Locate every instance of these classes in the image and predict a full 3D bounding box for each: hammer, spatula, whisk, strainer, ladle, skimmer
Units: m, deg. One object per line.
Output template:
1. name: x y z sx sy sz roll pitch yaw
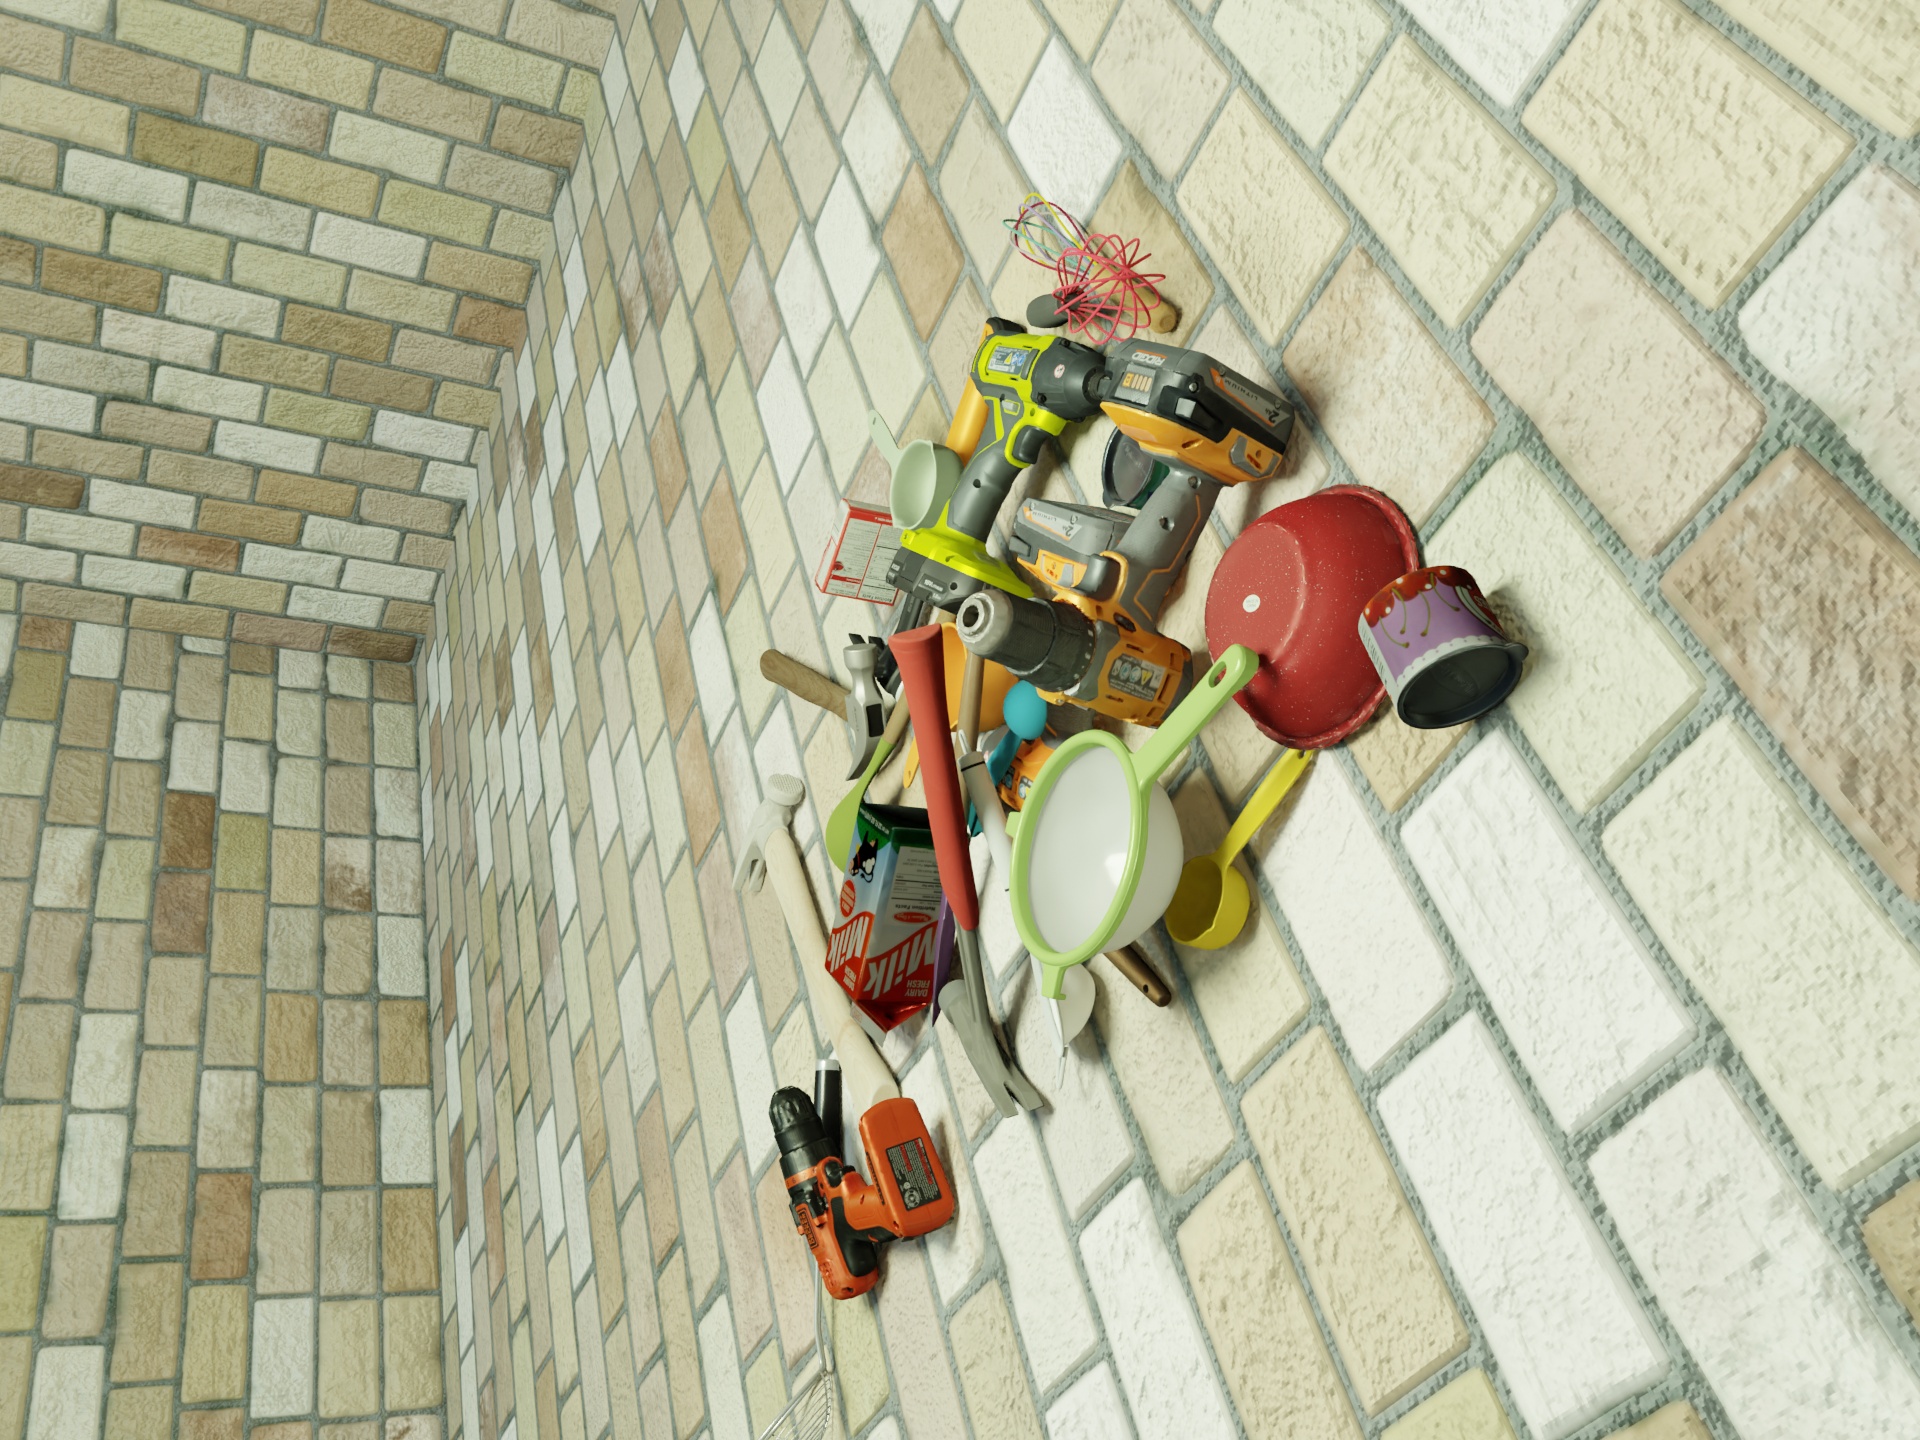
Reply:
1. hammer: -0.139 0.230 1.497 0.146 0.038 0.411 -67 32 29
2. spatula: -0.003 0.089 1.241 0.060 0.018 0.315 -55 -27 -71
3. whisk: 0.084 -0.297 1.123 0.296 0.073 0.073 -128 49 -77
4. strainer: 0.121 0.051 0.979 0.256 0.069 0.152 -54 33 35
5. ladle: -0.039 -0.001 1.365 0.078 0.062 0.320 -90 24 -67
6. strainer: 0.046 0.127 1.113 0.087 0.050 0.258 124 126 -81
7. hammer: -0.017 -0.186 1.382 0.127 0.034 0.336 49 125 53
8. spatula: 0.070 0.110 1.160 0.318 0.044 0.082 46 122 50
9. hammer: -0.138 -0.028 1.542 0.331 0.031 0.130 -156 57 -66
10. skimmer: -0.155 0.484 1.405 0.127 0.090 0.363 83 -172 -73
11. whisk: 0.096 -0.348 1.209 0.047 0.051 0.245 -63 36 21
12. hammer: -0.002 0.103 1.121 0.149 0.036 0.358 -131 29 -60

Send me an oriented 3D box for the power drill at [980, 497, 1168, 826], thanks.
1. power drill: 0.071 -0.039 1.137 0.164 0.084 0.226 31 114 59

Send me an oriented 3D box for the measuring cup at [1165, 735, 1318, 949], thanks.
1. measuring cup: 0.180 0.075 0.972 0.156 0.029 0.062 -58 28 17

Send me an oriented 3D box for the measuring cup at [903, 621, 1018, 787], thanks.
1. measuring cup: -0.002 -0.004 1.295 0.173 0.052 0.095 113 149 -42

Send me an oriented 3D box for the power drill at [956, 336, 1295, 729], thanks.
1. power drill: 0.098 -0.116 0.977 0.084 0.185 0.226 28 99 46

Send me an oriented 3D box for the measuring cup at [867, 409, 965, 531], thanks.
1. measuring cup: -0.040 -0.221 1.358 0.083 0.038 0.168 -64 34 28

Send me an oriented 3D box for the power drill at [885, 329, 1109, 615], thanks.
1. power drill: 0.037 -0.186 1.219 0.171 0.080 0.223 31 100 58

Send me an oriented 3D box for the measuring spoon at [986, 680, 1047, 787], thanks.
1. measuring spoon: 0.026 0.019 1.118 0.128 0.021 0.042 -61 40 47
